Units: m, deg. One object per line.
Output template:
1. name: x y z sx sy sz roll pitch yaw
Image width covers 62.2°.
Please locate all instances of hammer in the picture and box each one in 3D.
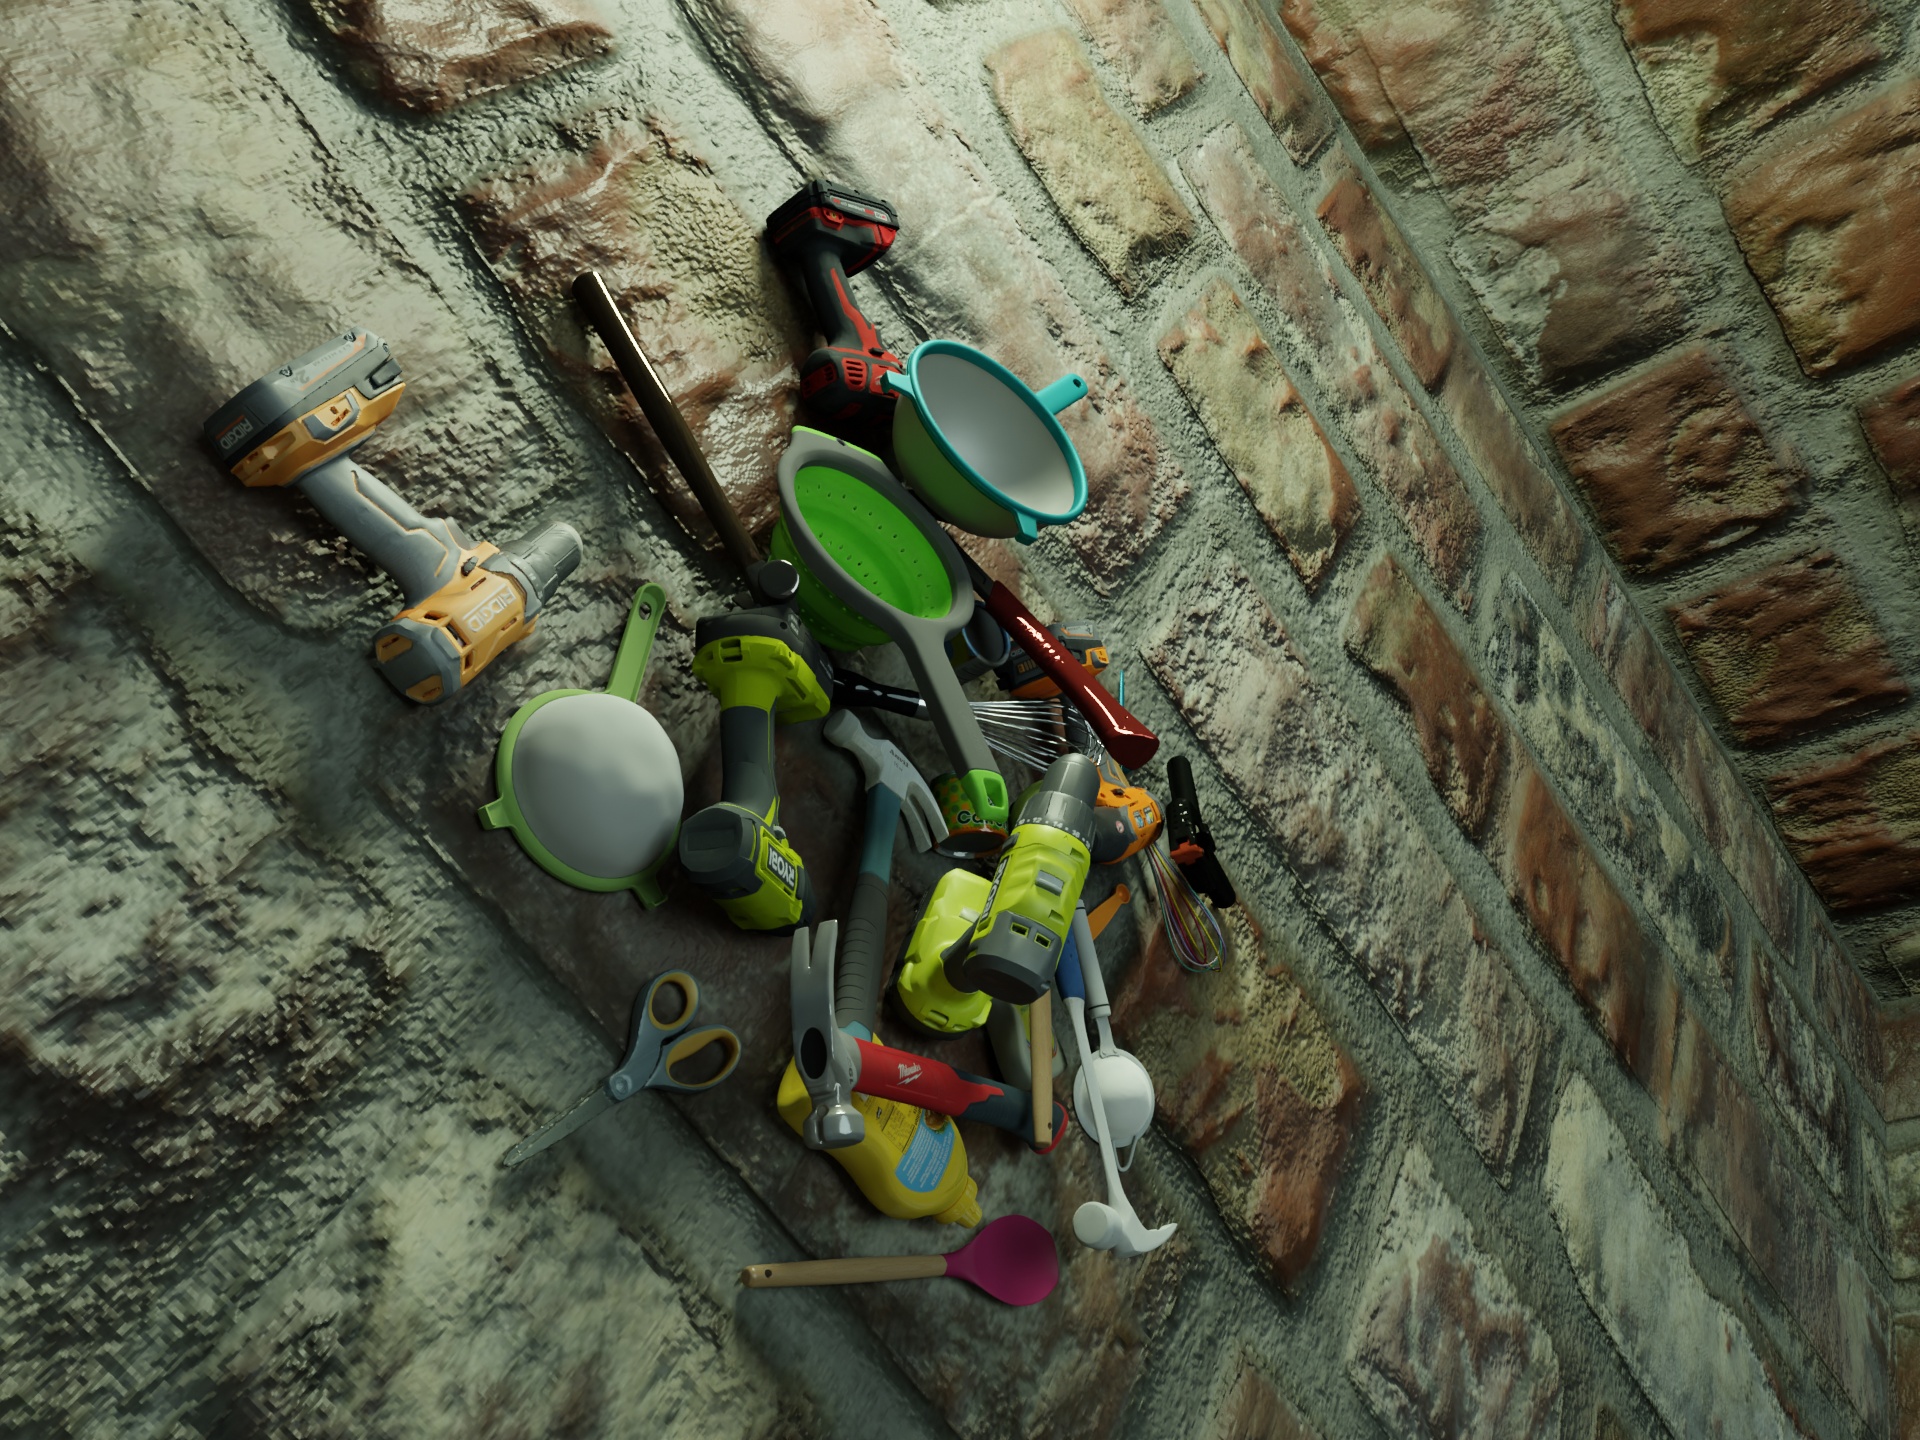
1. hammer: -0.219 -0.213 1.258 0.031 0.130 0.331 -28 80 -15
2. hammer: -0.071 0.135 1.224 0.128 0.033 0.331 41 31 -26
3. hammer: 0.100 0.252 1.352 0.143 0.035 0.406 39 33 -52
4. hammer: -0.011 0.255 1.162 0.386 0.038 0.143 37 41 -58
5. hammer: 0.055 -0.089 1.410 0.149 0.036 0.359 -4 44 -48

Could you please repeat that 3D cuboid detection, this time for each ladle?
1. ladle: 0.074 0.190 1.304 0.078 0.062 0.320 37 41 -41

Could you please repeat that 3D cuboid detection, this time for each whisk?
1. whisk: 0.194 0.141 1.572 0.245 0.051 0.047 62 15 4
2. whisk: -0.002 -0.005 1.359 0.284 0.070 0.070 14 57 -18

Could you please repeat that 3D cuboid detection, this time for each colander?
1. colander: -0.065 -0.062 1.283 0.204 0.094 0.398 14 42 -45

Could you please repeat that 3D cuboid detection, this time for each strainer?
1. strainer: 0.035 -0.264 1.514 0.211 0.095 0.340 48 32 -1
2. strainer: 0.126 0.267 1.416 0.086 0.050 0.259 -1 68 -32
3. strainer: -0.234 -0.004 1.135 0.151 0.069 0.257 34 49 -32

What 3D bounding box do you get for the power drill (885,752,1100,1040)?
1. power drill: 0.031 0.139 1.206 0.080 0.228 0.191 27 58 -9

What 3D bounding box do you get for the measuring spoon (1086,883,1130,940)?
1. measuring spoon: 0.127 0.187 1.491 0.117 0.011 0.021 -37 97 -48

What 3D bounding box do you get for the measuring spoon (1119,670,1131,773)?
1. measuring spoon: 0.173 -0.001 1.624 0.042 0.021 0.129 87 5 -51

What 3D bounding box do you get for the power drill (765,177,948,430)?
1. power drill: -0.086 -0.381 1.513 0.187 0.080 0.227 0 72 -48

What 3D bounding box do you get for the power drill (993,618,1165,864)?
1. power drill: 0.110 0.025 1.486 0.164 0.084 0.226 -14 82 -64

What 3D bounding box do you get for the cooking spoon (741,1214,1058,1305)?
1. cooking spoon: -0.034 0.404 1.178 0.318 0.017 0.069 16 58 -44

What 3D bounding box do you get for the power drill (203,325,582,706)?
1. power drill: -0.362 -0.145 1.064 0.226 0.084 0.185 56 38 -17

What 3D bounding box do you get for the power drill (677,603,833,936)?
1. power drill: -0.147 0.042 1.182 0.171 0.080 0.223 57 29 -60
